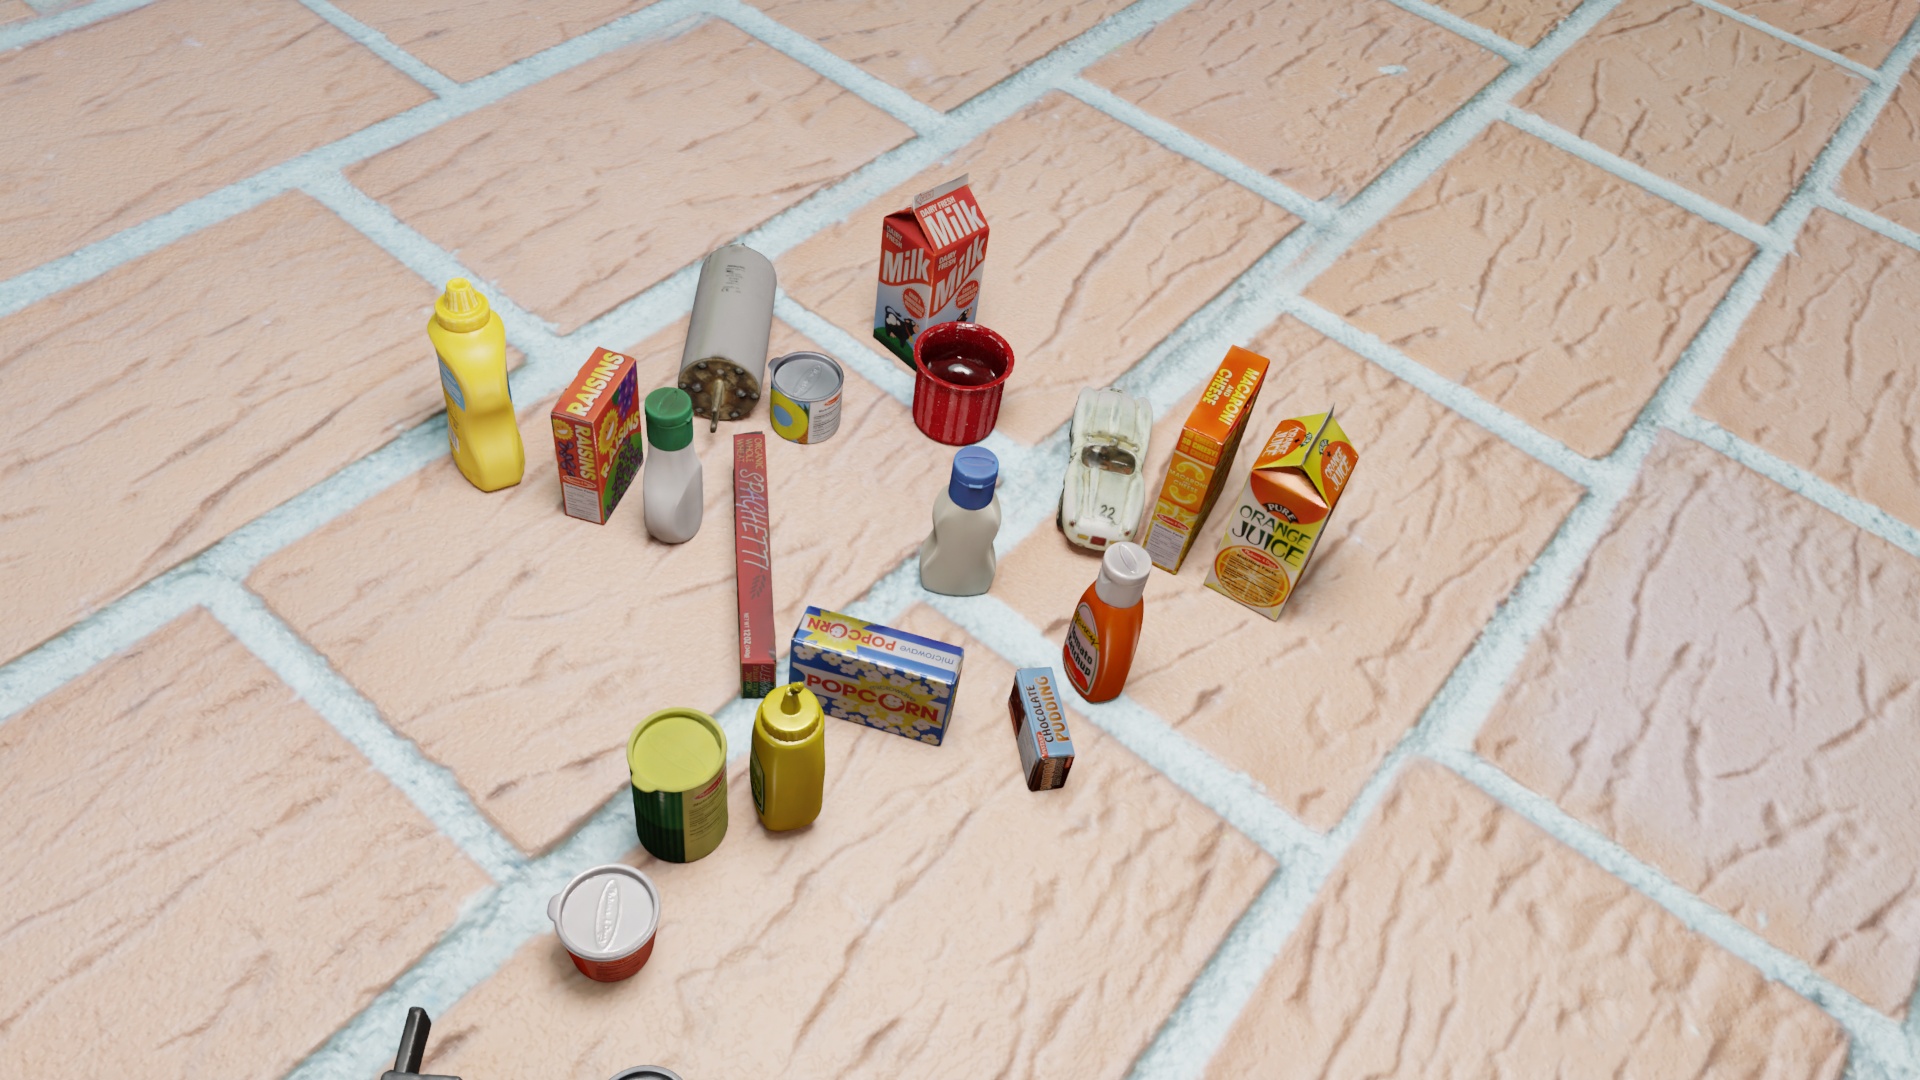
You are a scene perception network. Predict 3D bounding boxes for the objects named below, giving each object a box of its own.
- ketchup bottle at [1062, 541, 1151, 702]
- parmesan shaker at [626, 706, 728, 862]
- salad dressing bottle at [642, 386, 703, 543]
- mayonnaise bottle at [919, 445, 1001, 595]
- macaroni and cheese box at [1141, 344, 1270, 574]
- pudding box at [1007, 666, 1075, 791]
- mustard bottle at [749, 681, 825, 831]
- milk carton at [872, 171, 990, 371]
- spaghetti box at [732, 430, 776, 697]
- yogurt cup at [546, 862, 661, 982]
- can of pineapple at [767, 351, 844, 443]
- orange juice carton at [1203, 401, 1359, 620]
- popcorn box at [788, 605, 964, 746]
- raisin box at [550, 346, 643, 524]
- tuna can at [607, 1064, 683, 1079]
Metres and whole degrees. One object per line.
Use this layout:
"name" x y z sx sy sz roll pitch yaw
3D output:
"ketchup bottle" 0.116 0.061 1.086 0.043 0.148 0.065 -12 52 -19
"parmesan shaker" -0.198 0.173 0.966 0.071 0.102 0.072 5 49 -5
"salad dressing bottle" -0.236 -0.061 1.134 0.044 0.146 0.064 18 49 6
"mayonnaise bottle" 0.004 -0.014 1.134 0.065 0.147 0.041 4 49 -6
"macaroni and cheese box" 0.212 -0.069 1.204 0.040 0.165 0.124 25 50 12
"pudding box" 0.061 0.144 1.070 0.030 0.049 0.084 -3 50 -12
"mustard bottle" -0.121 0.142 0.968 0.049 0.159 0.065 -10 52 -17
"milk carton" -0.028 -0.258 1.313 0.073 0.189 0.073 -33 62 -32
"spaghetti box" -0.171 0.014 1.145 0.029 0.049 0.251 -1 49 -10
"yogurt cup" -0.232 0.256 0.920 0.072 0.053 0.073 5 49 -5
"can of pineapple" -0.142 -0.132 1.272 0.071 0.057 0.071 5 49 -5
"orange juice carton" 0.272 -0.028 1.161 0.073 0.191 0.072 28 51 15
"popcorn box" -0.065 0.104 1.060 0.127 0.084 0.038 15 49 4
"raisin box" -0.302 -0.087 1.162 0.040 0.122 0.086 17 49 5
"tuna can" -0.197 0.359 0.850 0.071 0.032 0.071 5 49 -5
